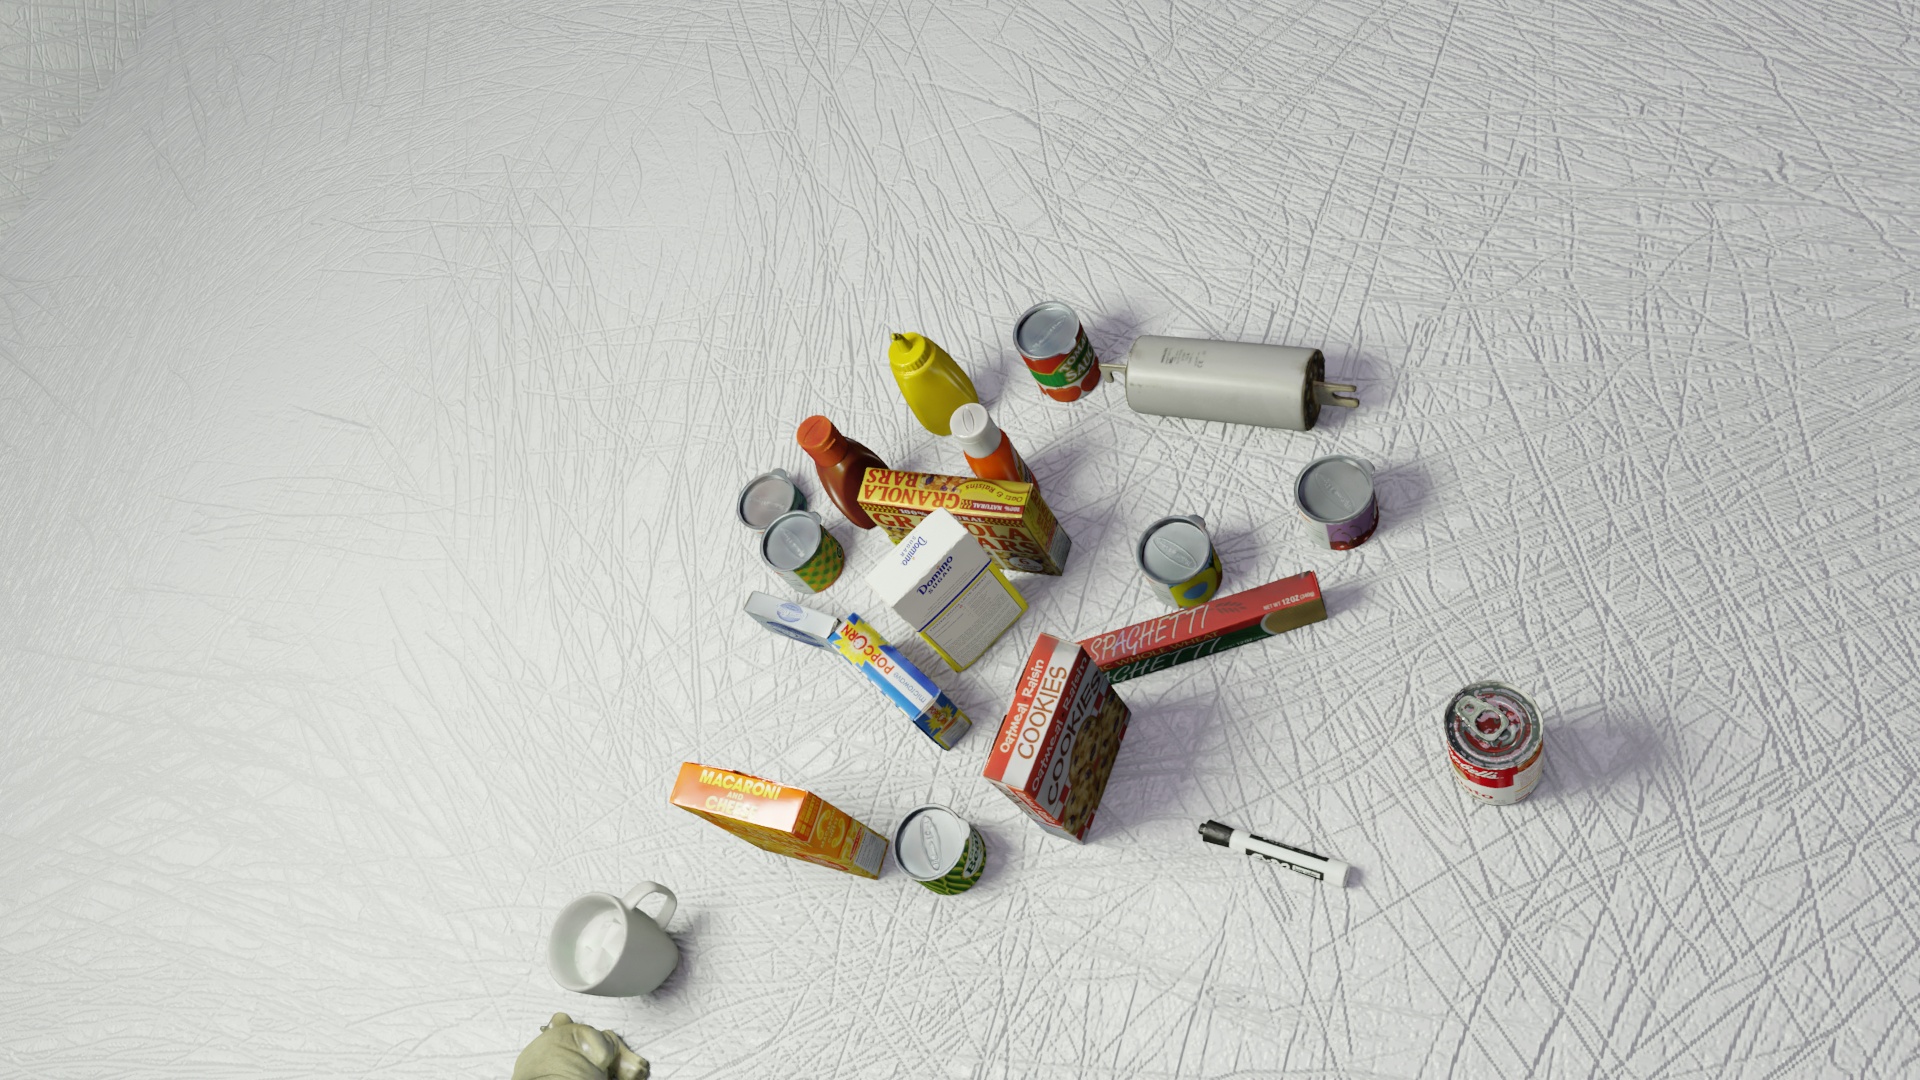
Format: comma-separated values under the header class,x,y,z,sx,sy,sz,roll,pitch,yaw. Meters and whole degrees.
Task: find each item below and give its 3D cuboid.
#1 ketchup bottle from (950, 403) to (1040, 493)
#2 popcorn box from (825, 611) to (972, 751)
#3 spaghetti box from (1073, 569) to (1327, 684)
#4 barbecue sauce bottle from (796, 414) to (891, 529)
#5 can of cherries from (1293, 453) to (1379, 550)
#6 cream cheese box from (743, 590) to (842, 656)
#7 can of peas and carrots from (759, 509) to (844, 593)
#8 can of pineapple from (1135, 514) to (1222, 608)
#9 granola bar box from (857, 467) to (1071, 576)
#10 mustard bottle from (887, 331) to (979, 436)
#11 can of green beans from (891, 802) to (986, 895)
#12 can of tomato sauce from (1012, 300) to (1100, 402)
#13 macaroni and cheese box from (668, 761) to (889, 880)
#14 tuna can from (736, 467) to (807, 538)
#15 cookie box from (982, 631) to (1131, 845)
class,x,y,z,sx,sy,sz,roll,pitch,yaw
ketchup bottle,0.032,-0.074,1.280,0.043,0.148,0.065,-20,58,12
popcorn box,-0.054,0.127,1.248,0.038,0.085,0.127,-47,57,-6
spaghetti box,0.188,0.083,1.193,0.250,0.050,0.029,-19,59,12
barbecue sauce bottle,-0.109,-0.069,1.335,0.044,0.148,0.065,31,79,32
can of cherries,0.326,-0.033,1.193,0.071,0.058,0.072,-10,61,18
cream cheese box,-0.152,0.080,1.331,0.104,0.053,0.024,16,71,28
can of peas and carrots,-0.153,0.010,1.365,0.071,0.058,0.071,-10,61,18
can of pineapple,0.194,0.019,1.219,0.071,0.057,0.071,-10,61,18
granola bar box,0.005,-0.016,1.275,0.165,0.124,0.039,7,67,25
mustard bottle,-0.033,-0.160,1.345,0.065,0.159,0.049,-27,57,8
can of green beans,-0.017,0.262,1.177,0.071,0.057,0.071,-10,61,18
can of tomato sauce,0.096,-0.182,1.350,0.071,0.083,0.071,-10,61,18
macaroni and cheese box,-0.151,0.238,1.179,0.124,0.166,0.040,8,68,26
tuna can,-0.191,-0.036,1.421,0.071,0.032,0.071,-9,61,18
cookie box,0.081,0.163,1.124,0.040,0.167,0.123,13,70,28
